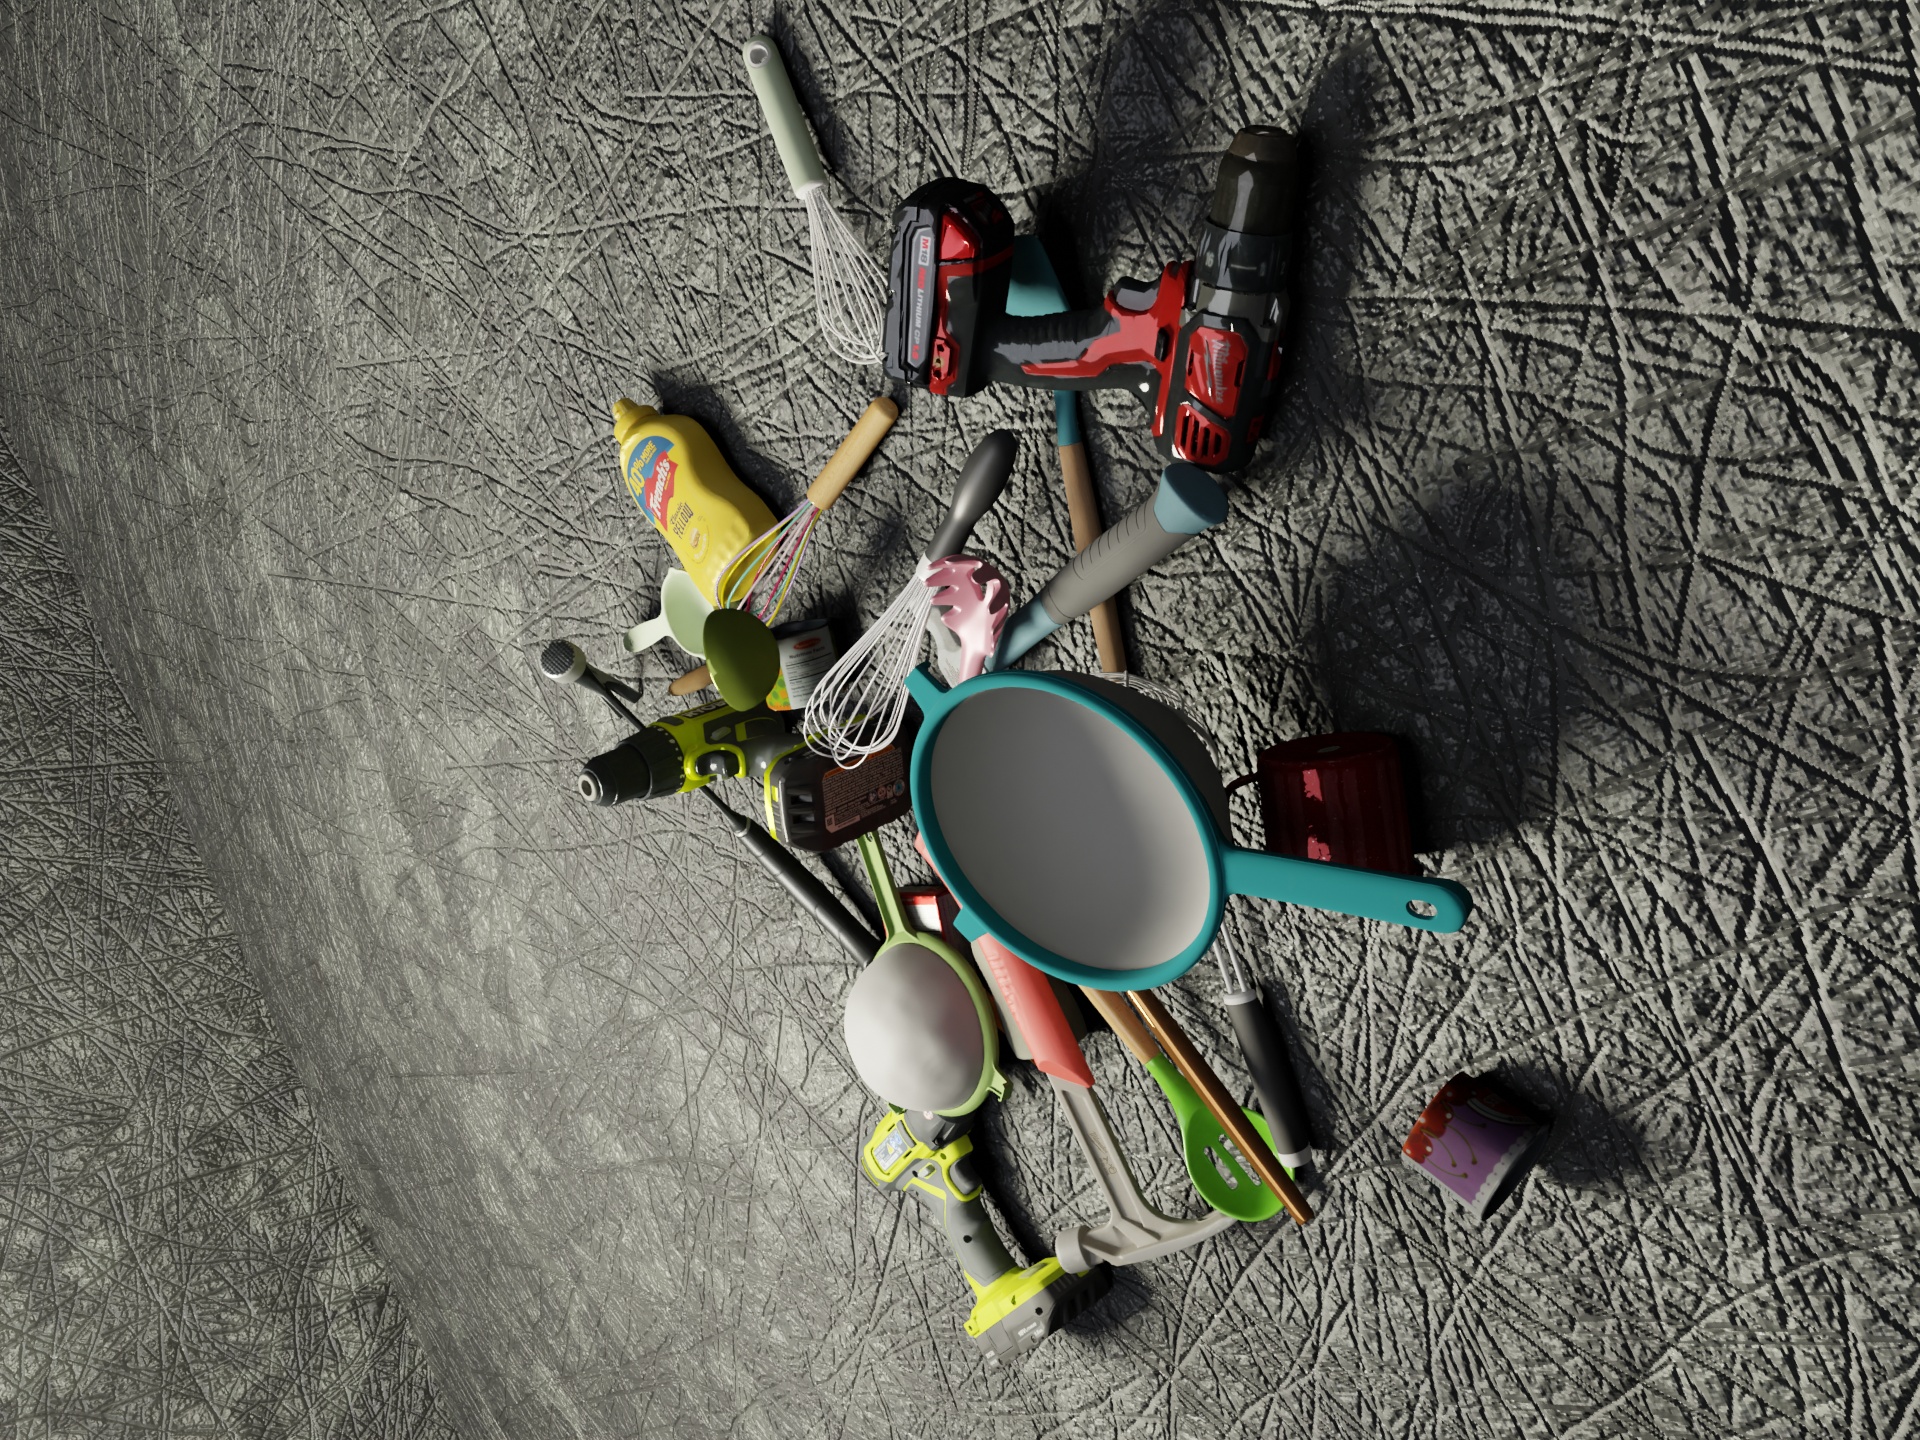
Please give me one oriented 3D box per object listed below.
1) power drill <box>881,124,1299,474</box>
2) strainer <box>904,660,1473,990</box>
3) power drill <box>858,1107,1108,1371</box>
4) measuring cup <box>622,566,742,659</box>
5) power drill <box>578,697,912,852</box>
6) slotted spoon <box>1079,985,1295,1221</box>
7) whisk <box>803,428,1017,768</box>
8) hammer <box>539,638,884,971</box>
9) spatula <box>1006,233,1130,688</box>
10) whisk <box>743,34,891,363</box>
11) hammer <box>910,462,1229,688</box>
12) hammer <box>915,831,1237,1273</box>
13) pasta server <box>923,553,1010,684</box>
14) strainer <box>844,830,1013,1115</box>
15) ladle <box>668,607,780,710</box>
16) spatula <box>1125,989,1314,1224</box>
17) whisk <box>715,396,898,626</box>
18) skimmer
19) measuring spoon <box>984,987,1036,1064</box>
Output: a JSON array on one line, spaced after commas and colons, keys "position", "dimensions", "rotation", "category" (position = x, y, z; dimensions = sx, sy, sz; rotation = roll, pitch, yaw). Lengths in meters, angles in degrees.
[{"position": [0.077, -0.252, 0.902], "dimensions": [0.227, 0.080, 0.187], "rotation": [16, 121, 16], "category": "power drill"}, {"position": [0.132, 0.056, 0.907], "dimensions": [0.340, 0.095, 0.210], "rotation": [9, 122, 34], "category": "strainer"}, {"position": [0.016, 0.405, 1.317], "dimensions": [0.223, 0.080, 0.171], "rotation": [54, 138, 18], "category": "power drill"}, {"position": [-0.245, -0.088, 1.393], "dimensions": [0.167, 0.038, 0.083], "rotation": [-17, 95, 51], "category": "measuring cup"}, {"position": [-0.169, 0.038, 1.257], "dimensions": [0.229, 0.190, 0.080], "rotation": [10, 113, 39], "category": "power drill"}, {"position": [0.120, 0.215, 1.117], "dimensions": [0.070, 0.031, 0.314], "rotation": [-40, 82, 5], "category": "slotted spoon"}, {"position": [-0.030, -0.079, 1.087], "dimensions": [0.070, 0.070, 0.284], "rotation": [45, 123, 23], "category": "whisk"}, {"position": [-0.203, 0.082, 1.392], "dimensions": [0.409, 0.036, 0.149], "rotation": [42, 178, 15], "category": "hammer"}, {"position": [0.067, -0.150, 1.024], "dimensions": [0.082, 0.044, 0.317], "rotation": [2, 111, 49], "category": "spatula"}, {"position": [-0.100, -0.362, 1.106], "dimensions": [0.058, 0.059, 0.246], "rotation": [-21, 88, 13], "category": "whisk"}, {"position": [0.067, -0.081, 1.024], "dimensions": [0.128, 0.033, 0.331], "rotation": [61, 150, 4], "category": "hammer"}, {"position": [0.070, 0.222, 1.157], "dimensions": [0.149, 0.036, 0.359], "rotation": [-26, 88, 24], "category": "hammer"}, {"position": [-0.002, -0.004, 1.120], "dimensions": [0.060, 0.040, 0.316], "rotation": [37, 146, 22], "category": "pasta server"}, {"position": [-0.060, 0.195, 1.248], "dimensions": [0.151, 0.069, 0.256], "rotation": [-23, 84, 48], "category": "strainer"}, {"position": [-0.211, -0.037, 1.293], "dimensions": [0.320, 0.062, 0.078], "rotation": [-11, 95, 68], "category": "ladle"}, {"position": [0.140, 0.195, 1.077], "dimensions": [0.323, 0.041, 0.081], "rotation": [53, 174, 16], "category": "spatula"}, {"position": [-0.115, -0.150, 1.204], "dimensions": [0.245, 0.051, 0.047], "rotation": [-48, 49, 36], "category": "whisk"}, {"position": [0.147, 0.136, 1.035], "dimensions": [0.127, 0.090, 0.363], "rotation": [-15, 97, 43], "category": "skimmer"}, {"position": [0.031, 0.232, 1.270], "dimensions": [0.117, 0.011, 0.021], "rotation": [41, 127, 31], "category": "measuring spoon"}]
